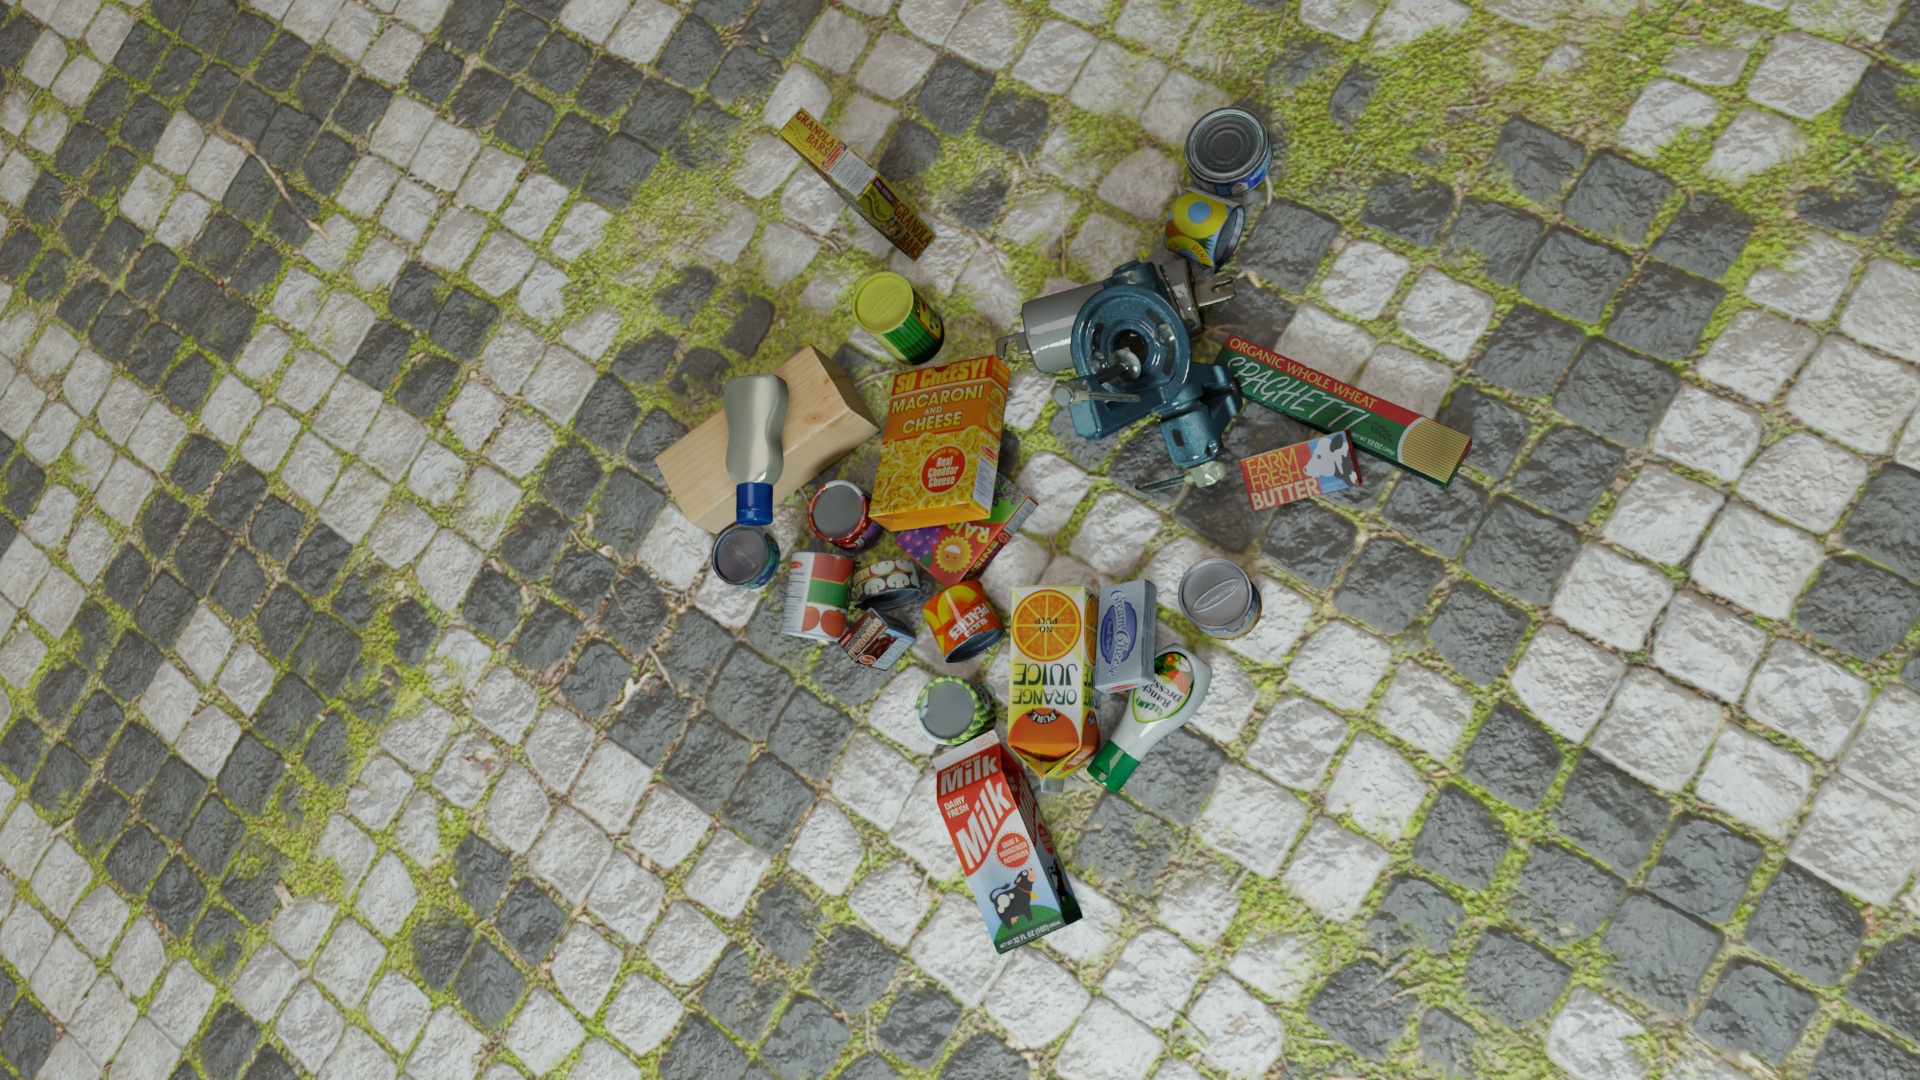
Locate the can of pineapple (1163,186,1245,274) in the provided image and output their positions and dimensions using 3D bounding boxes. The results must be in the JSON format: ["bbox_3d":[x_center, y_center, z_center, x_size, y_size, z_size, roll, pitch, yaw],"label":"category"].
[{"bbox_3d":[0.239,-0.306,1.367,0.058,0.071,0.071,27,88,22],"label":"can of pineapple"}]

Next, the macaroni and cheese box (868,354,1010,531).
[{"bbox_3d":[-0.020,-0.098,1.388,0.123,0.040,0.167,-7,62,32],"label":"macaroni and cheese box"}]

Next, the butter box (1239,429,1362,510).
[{"bbox_3d":[0.317,-0.064,1.294,0.103,0.024,0.053,-16,87,27],"label":"butter box"}]

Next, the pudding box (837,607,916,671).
[{"bbox_3d":[-0.081,0.099,1.375,0.049,0.083,0.030,-46,68,5],"label":"pudding box"}]

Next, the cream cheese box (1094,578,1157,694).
[{"bbox_3d":[0.156,0.090,1.308,0.053,0.024,0.104,-16,56,36],"label":"cream cheese box"}]

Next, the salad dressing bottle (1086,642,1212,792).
[{"bbox_3d":[0.175,0.166,1.295,0.064,0.044,0.147,36,91,30],"label":"salad dressing bottle"}]

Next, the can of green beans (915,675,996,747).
[{"bbox_3d":[-0.004,0.166,1.348,0.071,0.058,0.071,-4,77,18],"label":"can of green beans"}]

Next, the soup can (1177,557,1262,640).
[{"bbox_3d":[0.241,0.058,1.276,0.071,0.083,0.071,-4,77,18],"label":"soup can"}]

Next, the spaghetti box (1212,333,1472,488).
[{"bbox_3d":[0.352,-0.124,1.309,0.250,0.028,0.050,28,89,22],"label":"spaghetti box"}]

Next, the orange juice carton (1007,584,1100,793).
[{"bbox_3d":[0.090,0.142,1.315,0.073,0.071,0.193,-2,77,19],"label":"orange juice carton"}]

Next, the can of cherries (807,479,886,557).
[{"bbox_3d":[-0.116,-0.022,1.428,0.071,0.058,0.071,-4,77,18],"label":"can of cherries"}]

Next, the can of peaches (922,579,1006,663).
[{"bbox_3d":[0.003,0.078,1.359,0.071,0.071,0.058,-30,69,10],"label":"can of peaches"}]

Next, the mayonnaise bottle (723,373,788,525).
[{"bbox_3d":[-0.205,-0.090,1.385,0.065,0.041,0.148,-4,79,18],"label":"mayonnaise bottle"}]

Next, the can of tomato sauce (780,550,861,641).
[{"bbox_3d":[-0.143,0.057,1.417,0.071,0.071,0.083,5,80,20],"label":"can of tomato sauce"}]

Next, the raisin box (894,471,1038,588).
[{"bbox_3d":[0.005,-0.018,1.397,0.086,0.040,0.123,39,91,22],"label":"raisin box"}]

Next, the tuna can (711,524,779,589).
[{"bbox_3d":[-0.225,0.015,1.470,0.071,0.033,0.071,-4,77,18],"label":"tuna can"}]

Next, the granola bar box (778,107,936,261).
[{"bbox_3d":[-0.105,-0.367,1.444,0.124,0.165,0.039,44,96,21],"label":"granola bar box"}]

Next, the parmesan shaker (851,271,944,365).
[{"bbox_3d":[-0.064,-0.230,1.433,0.071,0.103,0.071,-4,78,18],"label":"parmesan shaker"}]

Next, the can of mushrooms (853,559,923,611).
[{"bbox_3d":[-0.075,0.046,1.393,0.071,0.071,0.033,-18,72,14],"label":"can of mushrooms"}]

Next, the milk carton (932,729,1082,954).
[{"bbox_3d":[0.039,0.278,1.296,0.072,0.073,0.191,-27,74,12],"label":"milk carton"}]
